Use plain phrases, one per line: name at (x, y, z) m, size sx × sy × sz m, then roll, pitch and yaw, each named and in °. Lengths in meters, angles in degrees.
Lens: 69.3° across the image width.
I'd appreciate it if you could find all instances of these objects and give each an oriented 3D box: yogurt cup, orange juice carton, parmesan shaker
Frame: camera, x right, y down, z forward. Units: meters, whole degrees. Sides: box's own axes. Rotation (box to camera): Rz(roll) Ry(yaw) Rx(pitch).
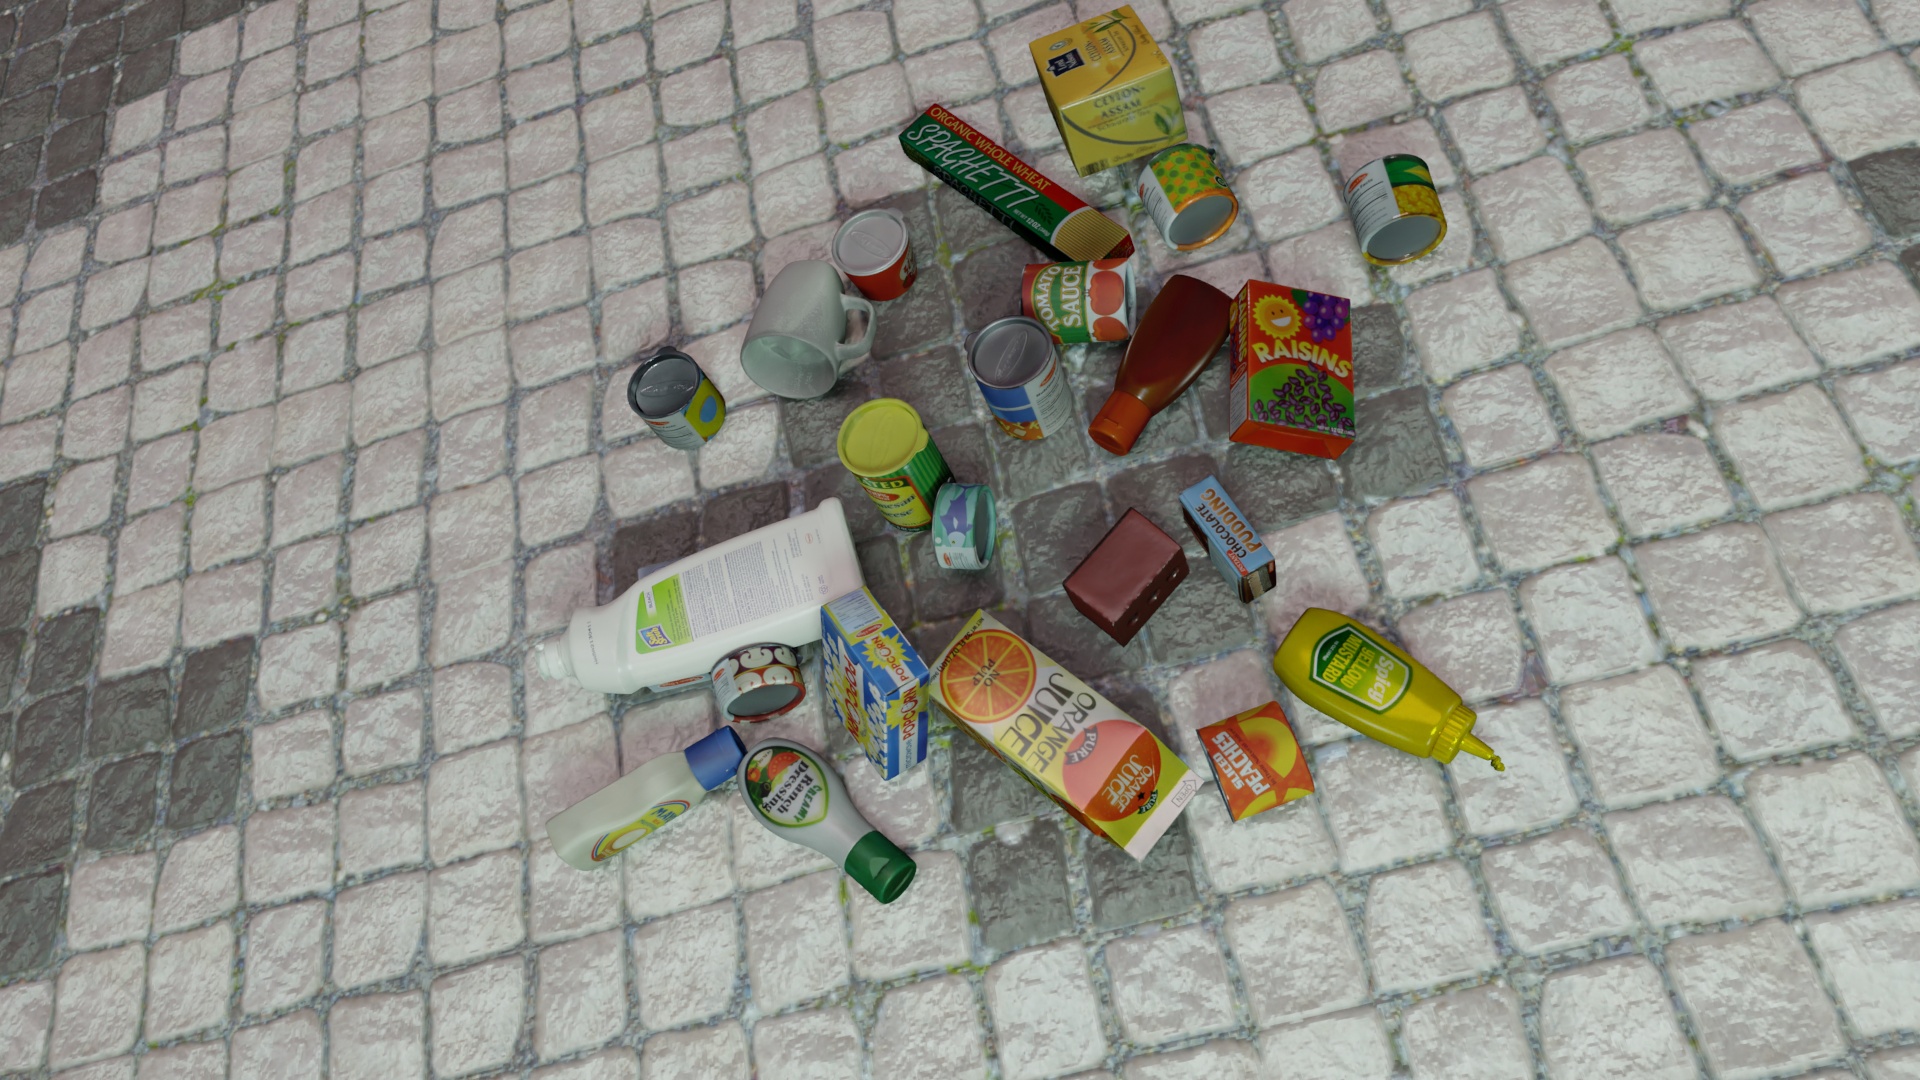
yogurt cup at (-0.070, -0.242, 1.191) m, size 0.072 × 0.053 × 0.072 m, roll -7°, pitch 64°, yaw 13°
orange juice carton at (0.070, 0.136, 0.957) m, size 0.193 × 0.072 × 0.072 m, roll 35°, pitch 78°, yaw 27°
parmesan shaker at (-0.044, -0.055, 1.065) m, size 0.071 × 0.102 × 0.071 m, roll -7°, pitch 64°, yaw 14°

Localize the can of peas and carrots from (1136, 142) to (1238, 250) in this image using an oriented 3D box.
can of peas and carrots at (0.187, -0.279, 1.128) m, size 0.071 × 0.070 × 0.059 m, roll -24°, pitch 62°, yaw 4°

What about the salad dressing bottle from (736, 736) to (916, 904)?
salad dressing bottle at (-0.095, 0.199, 0.990) m, size 0.148 × 0.044 × 0.064 m, roll 34°, pitch 77°, yaw 27°

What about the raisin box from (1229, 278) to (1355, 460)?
raisin box at (0.247, -0.128, 1.036) m, size 0.086 × 0.040 × 0.124 m, roll 9°, pitch 66°, yaw -8°

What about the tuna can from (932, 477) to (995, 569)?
tuna can at (0.004, -0.013, 1.052) m, size 0.033 × 0.071 × 0.071 m, roll 2°, pitch 66°, yaw 16°

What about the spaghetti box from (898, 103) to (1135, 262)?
spaghetti box at (0.043, -0.302, 1.202) m, size 0.050 × 0.028 × 0.250 m, roll -44°, pitch 62°, yaw -8°

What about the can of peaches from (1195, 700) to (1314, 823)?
can of peaches at (0.194, 0.145, 0.917) m, size 0.058 × 0.071 × 0.071 m, roll -21°, pitch 61°, yaw 4°

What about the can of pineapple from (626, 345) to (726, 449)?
can of pineapple at (-0.239, -0.120, 1.179) m, size 0.071 × 0.057 × 0.071 m, roll -6°, pitch 64°, yaw 13°

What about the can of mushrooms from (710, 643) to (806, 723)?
can of mushrooms at (-0.148, 0.107, 1.039) m, size 0.071 × 0.071 × 0.033 m, roll -23°, pitch 61°, yaw 4°

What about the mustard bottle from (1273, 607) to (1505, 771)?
mustard bottle at (0.288, 0.105, 0.922) m, size 0.160 × 0.048 × 0.065 m, roll 31°, pitch 78°, yaw 27°

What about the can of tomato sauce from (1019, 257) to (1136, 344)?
can of tomato sauce at (0.095, -0.191, 1.110) m, size 0.083 × 0.071 × 0.071 m, roll -1°, pitch 65°, yaw 15°

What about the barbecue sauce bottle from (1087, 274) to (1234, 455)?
barbecue sauce bottle at (0.153, -0.135, 1.081) m, size 0.065 × 0.043 × 0.149 m, roll 30°, pitch 77°, yaw 21°

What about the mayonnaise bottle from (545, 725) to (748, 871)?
mayonnaise bottle at (-0.227, 0.189, 1.025) m, size 0.148 × 0.064 × 0.041 m, roll -30°, pitch 64°, yaw -4°

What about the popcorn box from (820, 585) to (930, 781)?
popcorn box at (-0.060, 0.103, 0.979) m, size 0.038 × 0.126 × 0.085 m, roll -27°, pitch 59°, yaw -21°

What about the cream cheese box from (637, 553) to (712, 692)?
cream cheese box at (-0.227, 0.065, 1.105) m, size 0.053 × 0.024 × 0.104 m, roll -13°, pitch 62°, yaw 8°

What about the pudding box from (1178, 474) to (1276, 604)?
pudding box at (0.192, -0.001, 1.001) m, size 0.030 × 0.049 × 0.084 m, roll -31°, pitch 61°, yaw -1°

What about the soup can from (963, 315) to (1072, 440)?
soup can at (0.045, -0.127, 1.085) m, size 0.071 × 0.083 × 0.071 m, roll -7°, pitch 63°, yaw 13°

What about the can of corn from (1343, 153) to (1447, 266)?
can of corn at (0.338, -0.254, 1.074) m, size 0.071 × 0.071 × 0.058 m, roll -12°, pitch 63°, yaw 10°
